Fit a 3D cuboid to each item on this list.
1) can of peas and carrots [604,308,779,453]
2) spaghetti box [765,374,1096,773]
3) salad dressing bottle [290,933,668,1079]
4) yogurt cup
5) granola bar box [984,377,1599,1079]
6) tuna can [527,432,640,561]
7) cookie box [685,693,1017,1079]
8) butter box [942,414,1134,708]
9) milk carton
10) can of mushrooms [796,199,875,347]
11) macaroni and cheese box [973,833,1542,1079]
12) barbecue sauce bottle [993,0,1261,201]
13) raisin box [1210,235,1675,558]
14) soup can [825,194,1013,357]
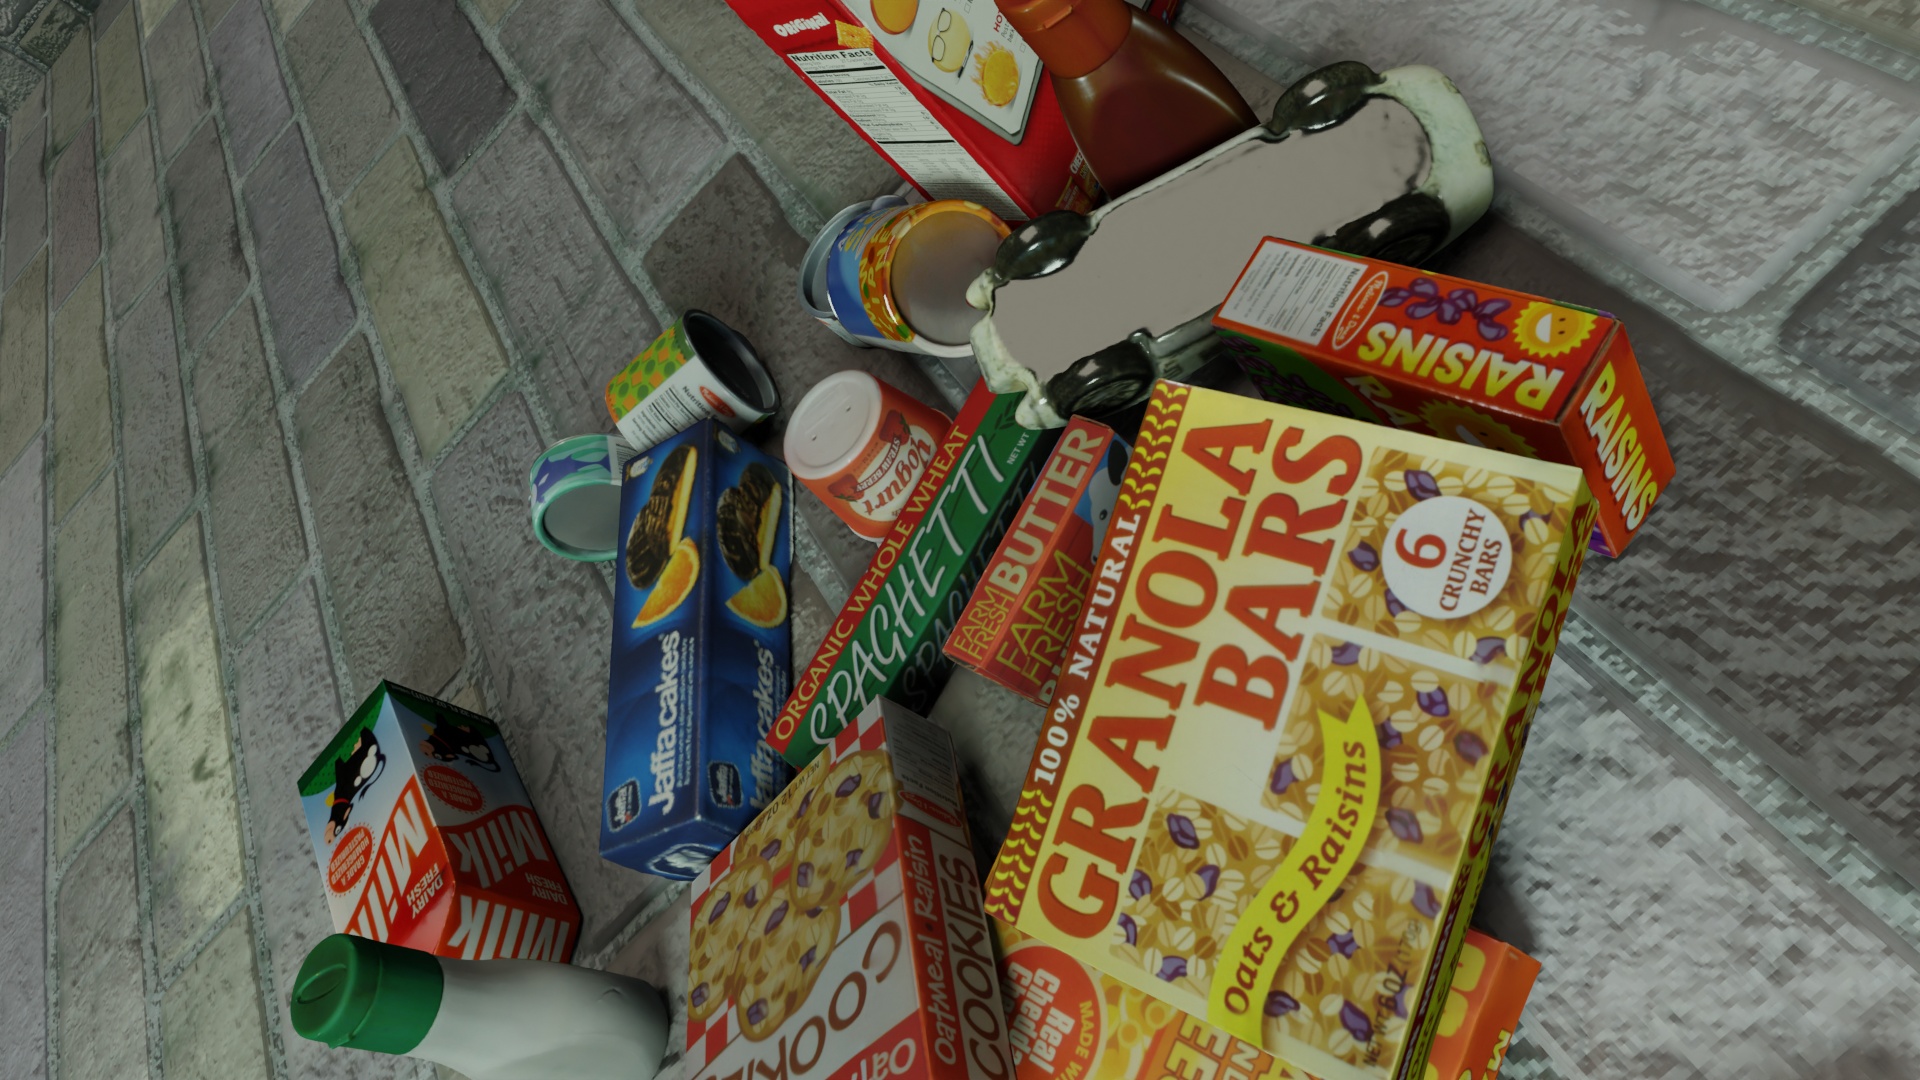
[{"bbox_3d":[-0.135,-0.074,0.700,0.058,0.071,0.071,-38,49,17],"label":"can of peas and carrots"},{"bbox_3d":[0.002,-0.007,0.580,0.050,0.028,0.250,26,84,44],"label":"spaghetti box"},{"bbox_3d":[-0.180,0.183,0.535,0.064,0.147,0.044,-29,52,23],"label":"salad dressing bottle"},{"bbox_3d":[-0.041,-0.040,0.614,0.072,0.054,0.073,-19,55,30],"label":"yogurt cup"},{"bbox_3d":[0.089,0.048,0.389,0.124,0.039,0.165,17,87,33],"label":"granola bar box"},{"bbox_3d":[-0.187,-0.020,0.709,0.071,0.071,0.033,-33,50,20],"label":"tuna can"},{"bbox_3d":[-0.046,0.153,0.478,0.122,0.040,0.168,-46,30,21],"label":"cookie box"},{"bbox_3d":[0.039,0.010,0.524,0.024,0.053,0.103,24,82,45],"label":"butter box"},{"bbox_3d":[-0.243,0.157,0.651,0.073,0.072,0.191,-49,47,5],"label":"milk carton"},{"bbox_3d":[-0.043,-0.132,0.681,0.071,0.033,0.071,-19,55,30],"label":"can of mushrooms"},{"bbox_3d":[0.073,0.149,0.430,0.166,0.040,0.124,18,78,43],"label":"macaroni and cheese box"},{"bbox_3d":[0.068,-0.170,0.535,0.064,0.148,0.044,-28,53,24],"label":"barbecue sauce bottle"},{"bbox_3d":[0.153,-0.048,0.444,0.123,0.086,0.040,28,81,44],"label":"raisin box"},{"bbox_3d":[-0.017,-0.117,0.608,0.071,0.071,0.084,-59,23,-3],"label":"soup can"}]
